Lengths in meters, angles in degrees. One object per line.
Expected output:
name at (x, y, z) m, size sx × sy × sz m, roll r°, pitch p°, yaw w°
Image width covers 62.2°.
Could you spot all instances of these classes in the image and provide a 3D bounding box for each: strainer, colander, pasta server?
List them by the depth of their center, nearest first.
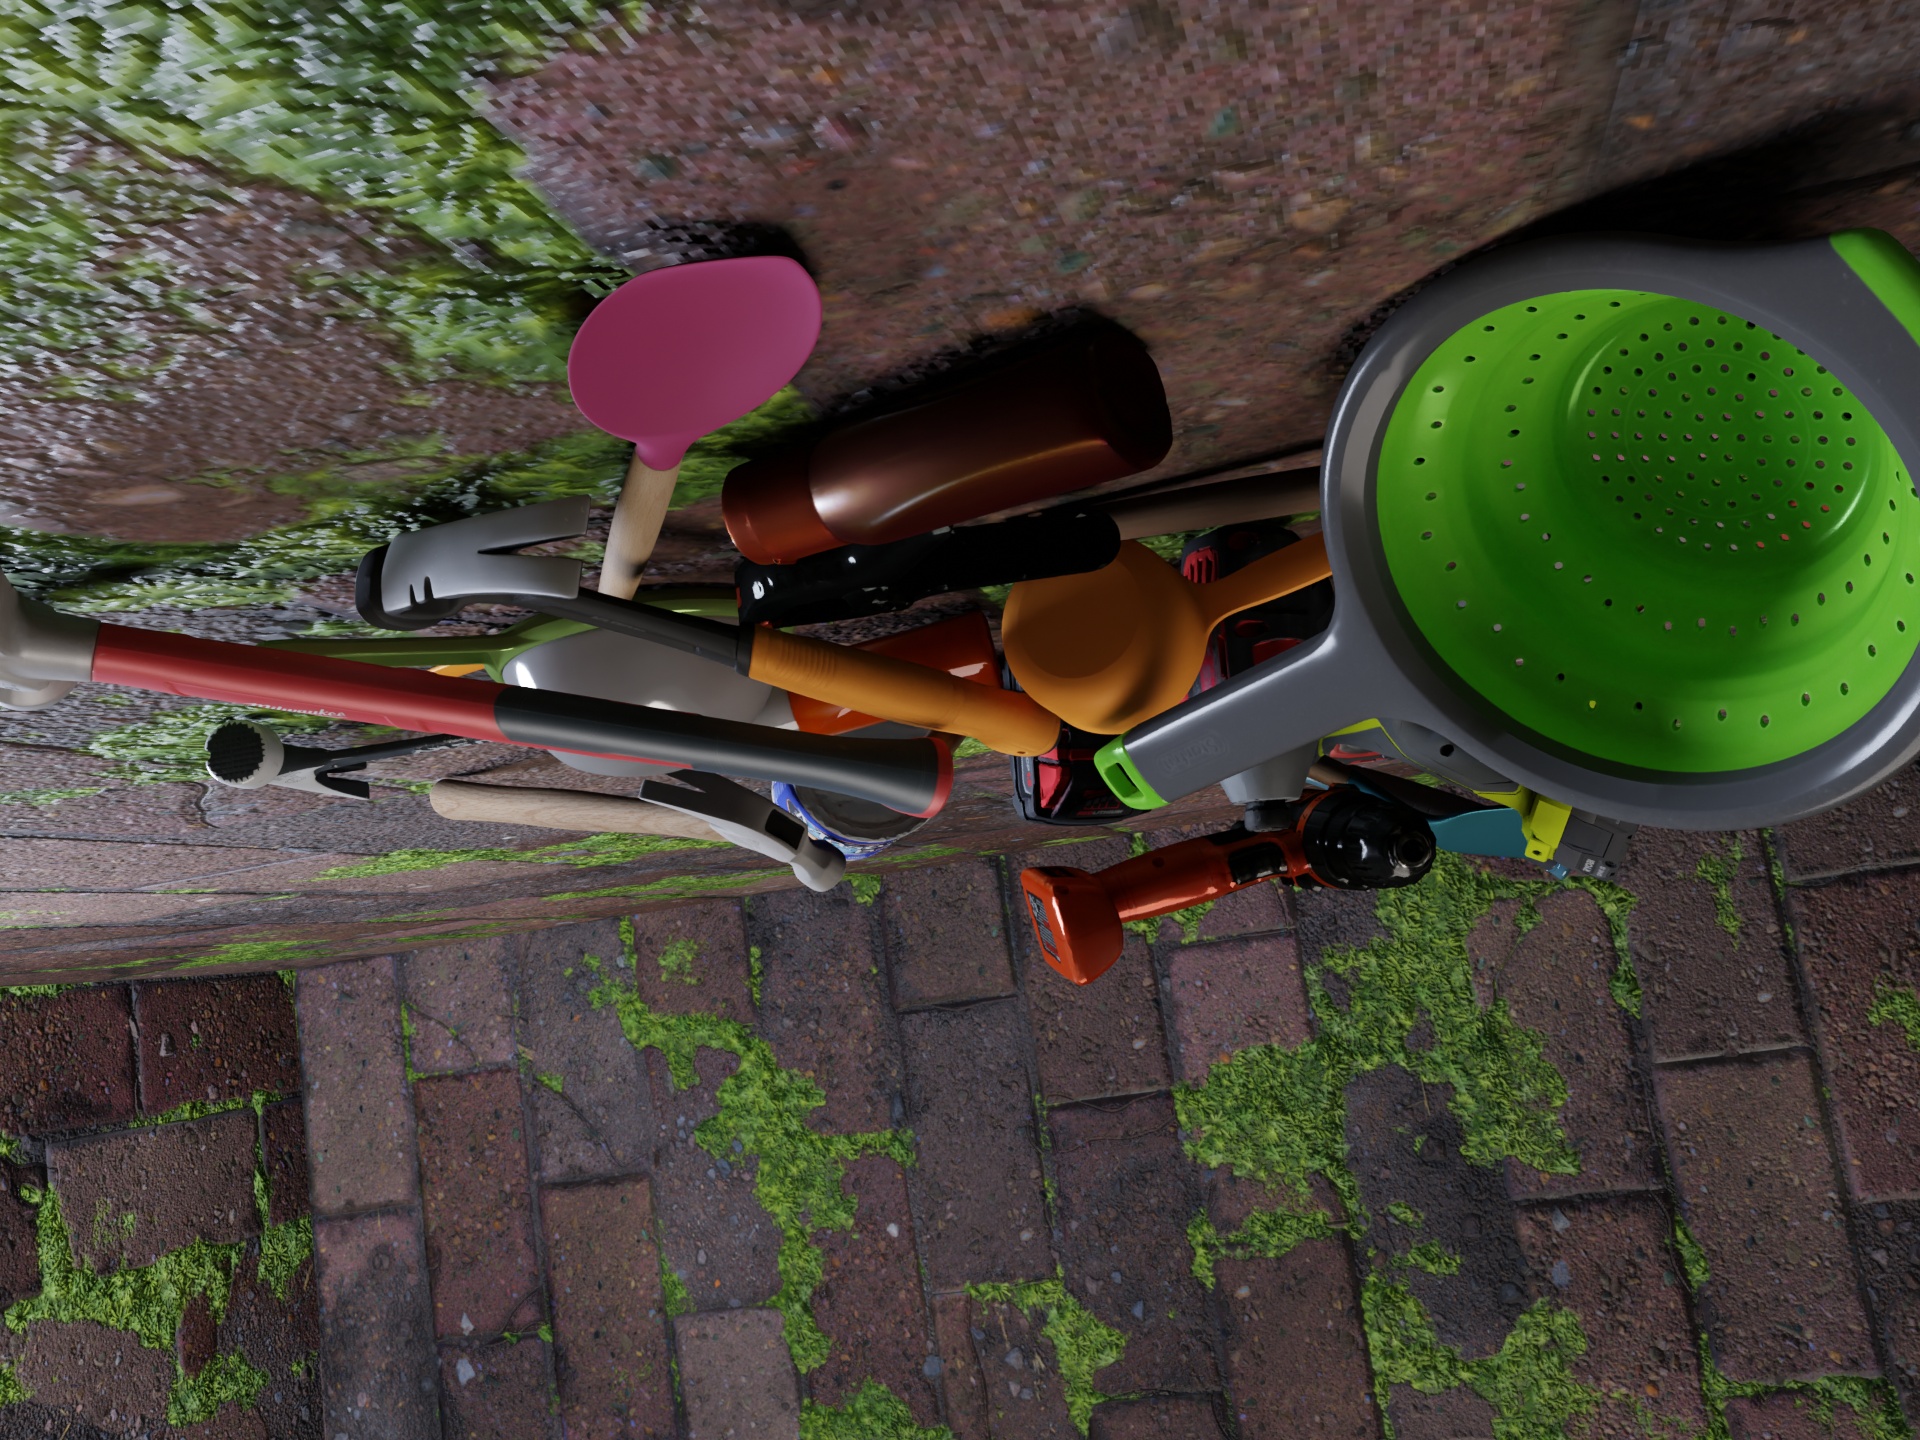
colander at (0.188, -0.049, 0.582) m, size 0.094 × 0.204 × 0.397 m, roll -40°, pitch -175°, yaw -35°
pasta server at (0.167, -0.104, 0.632) m, size 0.316 × 0.040 × 0.060 m, roll -7°, pitch 172°, yaw 21°
strainer at (-0.189, -0.008, 0.734) m, size 0.256 × 0.069 × 0.151 m, roll -4°, pitch 168°, yaw -41°

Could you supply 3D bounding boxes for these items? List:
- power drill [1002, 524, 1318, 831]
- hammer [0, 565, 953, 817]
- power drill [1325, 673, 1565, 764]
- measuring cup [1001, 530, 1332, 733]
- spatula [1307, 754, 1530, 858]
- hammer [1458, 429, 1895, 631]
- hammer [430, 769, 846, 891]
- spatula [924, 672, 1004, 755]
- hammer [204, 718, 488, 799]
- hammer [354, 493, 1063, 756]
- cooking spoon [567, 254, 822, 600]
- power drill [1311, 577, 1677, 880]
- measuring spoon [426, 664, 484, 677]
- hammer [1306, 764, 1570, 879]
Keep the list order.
power drill at (0.105, -0.006, 0.819) m, size 0.078 × 0.143 × 0.219 m, roll -1°, pitch 171°, yaw -25°
hammer at (-0.173, -0.004, 0.626) m, size 0.386 × 0.038 × 0.143 m, roll 9°, pitch 170°, yaw -26°
power drill at (0.337, 0.001, 1.041) m, size 0.187 × 0.080 × 0.227 m, roll -5°, pitch -175°, yaw -32°
measuring cup at (0.098, -0.056, 0.705) m, size 0.173 × 0.095 × 0.052 m, roll -23°, pitch 158°, yaw 22°
spatula at (0.213, 0.017, 0.955) m, size 0.317 × 0.044 × 0.082 m, roll 25°, pitch 159°, yaw 16°
hammer at (0.391, -0.087, 0.718) m, size 0.359 × 0.037 × 0.149 m, roll -12°, pitch 129°, yaw -11°
hammer at (-0.237, 0.059, 1.046) m, size 0.331 × 0.031 × 0.129 m, roll 2°, pitch 152°, yaw 36°
spatula at (-0.001, -0.003, 0.893) m, size 0.060 × 0.018 × 0.316 m, roll -9°, pitch -172°, yaw 7°
hammer at (-0.200, -0.001, 0.917) m, size 0.409 × 0.036 × 0.149 m, roll -8°, pitch 172°, yaw -1°
hammer at (-0.065, -0.026, 0.659) m, size 0.127 × 0.034 × 0.336 m, roll -4°, pitch 167°, yaw 42°
cooking spoon at (-0.104, -0.082, 0.531) m, size 0.068 × 0.017 × 0.319 m, roll -12°, pitch 173°, yaw -19°
power drill at (0.248, -0.008, 0.831) m, size 0.223 × 0.080 × 0.171 m, roll 19°, pitch 152°, yaw 20°
measuring spoon at (-0.259, -0.020, 0.804) m, size 0.117 × 0.011 × 0.021 m, roll -15°, pitch 169°, yaw 35°
hammer at (0.280, 0.045, 1.120) m, size 0.331 × 0.033 × 0.128 m, roll 19°, pitch -148°, yaw 1°
